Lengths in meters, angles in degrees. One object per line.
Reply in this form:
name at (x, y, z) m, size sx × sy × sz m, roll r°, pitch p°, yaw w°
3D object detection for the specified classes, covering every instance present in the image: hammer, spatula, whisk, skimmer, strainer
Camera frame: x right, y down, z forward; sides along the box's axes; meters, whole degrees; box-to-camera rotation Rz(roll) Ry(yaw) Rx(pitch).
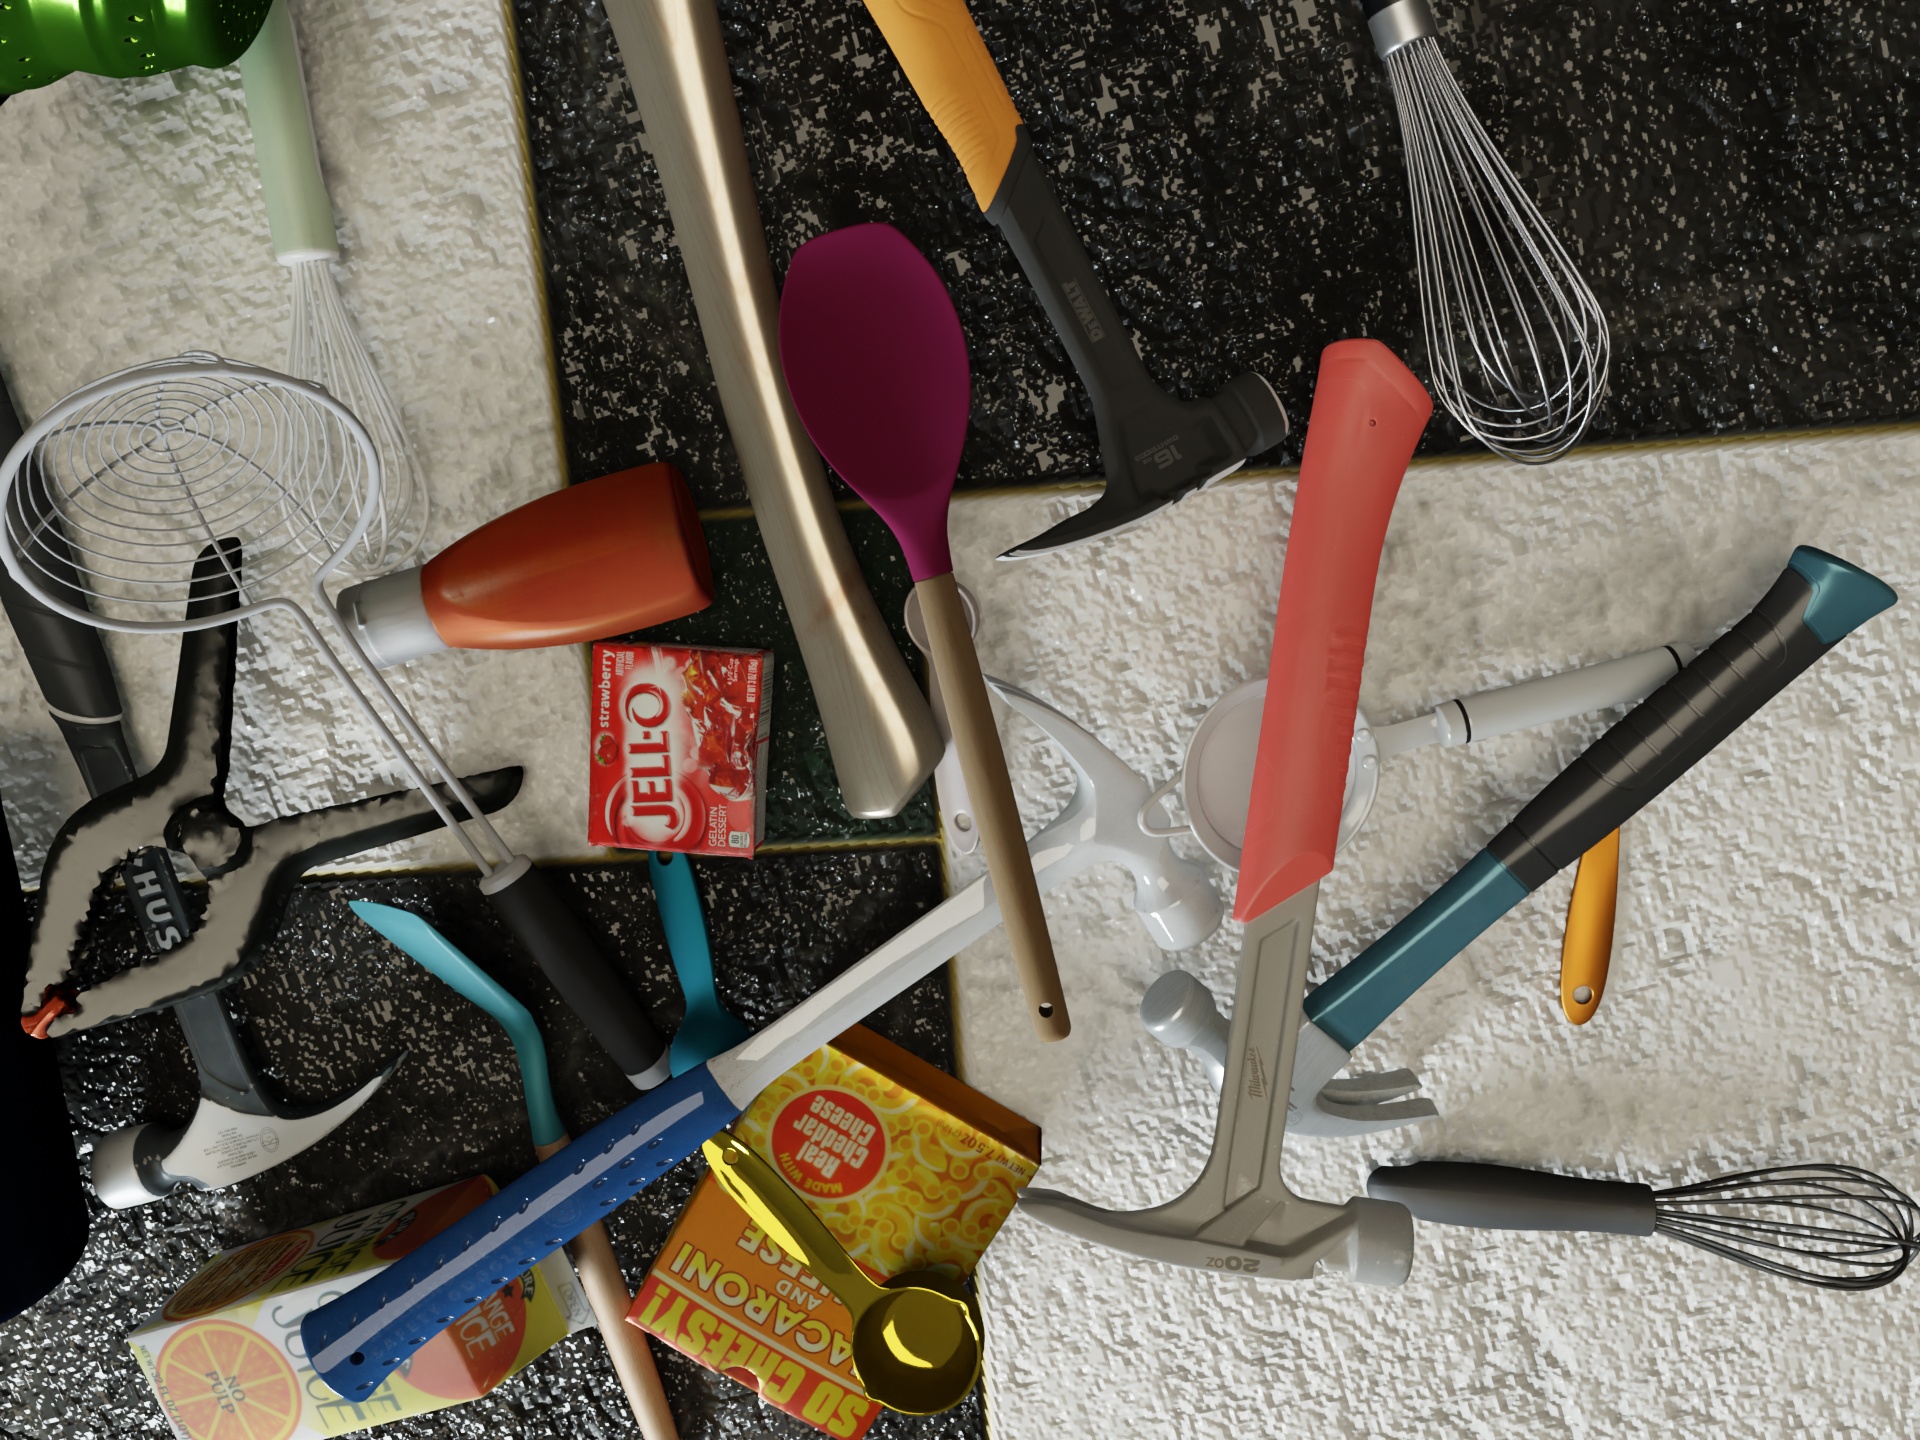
hammer at (0.234, 0.051, 0.649) m, size 0.331 × 0.033 × 0.128 m, roll -44°, pitch 112°, yaw 12°
spatula at (-0.188, 0.217, 0.721) m, size 0.082 × 0.044 × 0.317 m, roll -1°, pitch 110°, yaw 48°
whisk at (0.179, -0.232, 0.606) m, size 0.070 × 0.070 × 0.284 m, roll -21°, pitch 95°, yaw 7°
whisk at (-0.264, -0.181, 0.650) m, size 0.059 × 0.058 × 0.246 m, roll -12°, pitch 99°, yaw -29°
hammer at (-0.001, -0.229, 0.615) m, size 0.127 × 0.034 × 0.337 m, roll -29°, pitch 96°, yaw -11°
skimmer at (-0.213, 0.026, 0.619) m, size 0.127 × 0.090 × 0.363 m, roll -31°, pitch 114°, yaw -4°
whisk at (0.299, 0.215, 0.694) m, size 0.239 × 0.055 × 0.055 m, roll 3°, pitch 102°, yaw 6°
hammer at (0.121, 0.029, 0.617) m, size 0.149 × 0.036 × 0.359 m, roll 9°, pitch 86°, yaw 3°
hammer at (-0.094, -0.153, 0.638) m, size 0.146 × 0.038 × 0.410 m, roll -9°, pitch 105°, yaw 23°
strainer at (0.195, 0.004, 0.660) m, size 0.258 × 0.050 × 0.087 m, roll -14°, pitch 104°, yaw 0°
hammer at (-0.373, 0.013, 0.697) m, size 0.149 × 0.036 × 0.409 m, roll -15°, pitch 100°, yaw 5°
hammer at (-0.091, 0.138, 0.650) m, size 0.405 × 0.035 × 0.144 m, roll -35°, pitch 109°, yaw -3°

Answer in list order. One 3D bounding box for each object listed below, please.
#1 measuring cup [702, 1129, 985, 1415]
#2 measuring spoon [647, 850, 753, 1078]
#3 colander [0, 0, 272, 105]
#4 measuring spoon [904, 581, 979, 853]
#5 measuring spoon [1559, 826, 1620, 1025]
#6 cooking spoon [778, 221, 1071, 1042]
measuring cup at (-0.052, 0.231, 0.690) m, size 0.156 × 0.029 × 0.062 m, roll 44°, pitch 100°, yaw 6°
measuring spoon at (-0.121, 0.108, 0.697) m, size 0.042 × 0.021 × 0.128 m, roll -14°, pitch 90°, yaw 17°
colander at (-0.271, -0.375, 0.561) m, size 0.094 × 0.204 × 0.397 m, roll 16°, pitch 84°, yaw -14°
measuring spoon at (-0.001, -0.002, 0.684) m, size 0.034 × 0.018 × 0.124 m, roll 4°, pitch 110°, yaw 28°
measuring spoon at (0.274, 0.077, 0.683) m, size 0.021 × 0.011 × 0.117 m, roll 4°, pitch 102°, yaw 3°
cooking spoon at (-0.004, -0.030, 0.606) m, size 0.069 × 0.017 × 0.319 m, roll -15°, pitch 94°, yaw 2°
